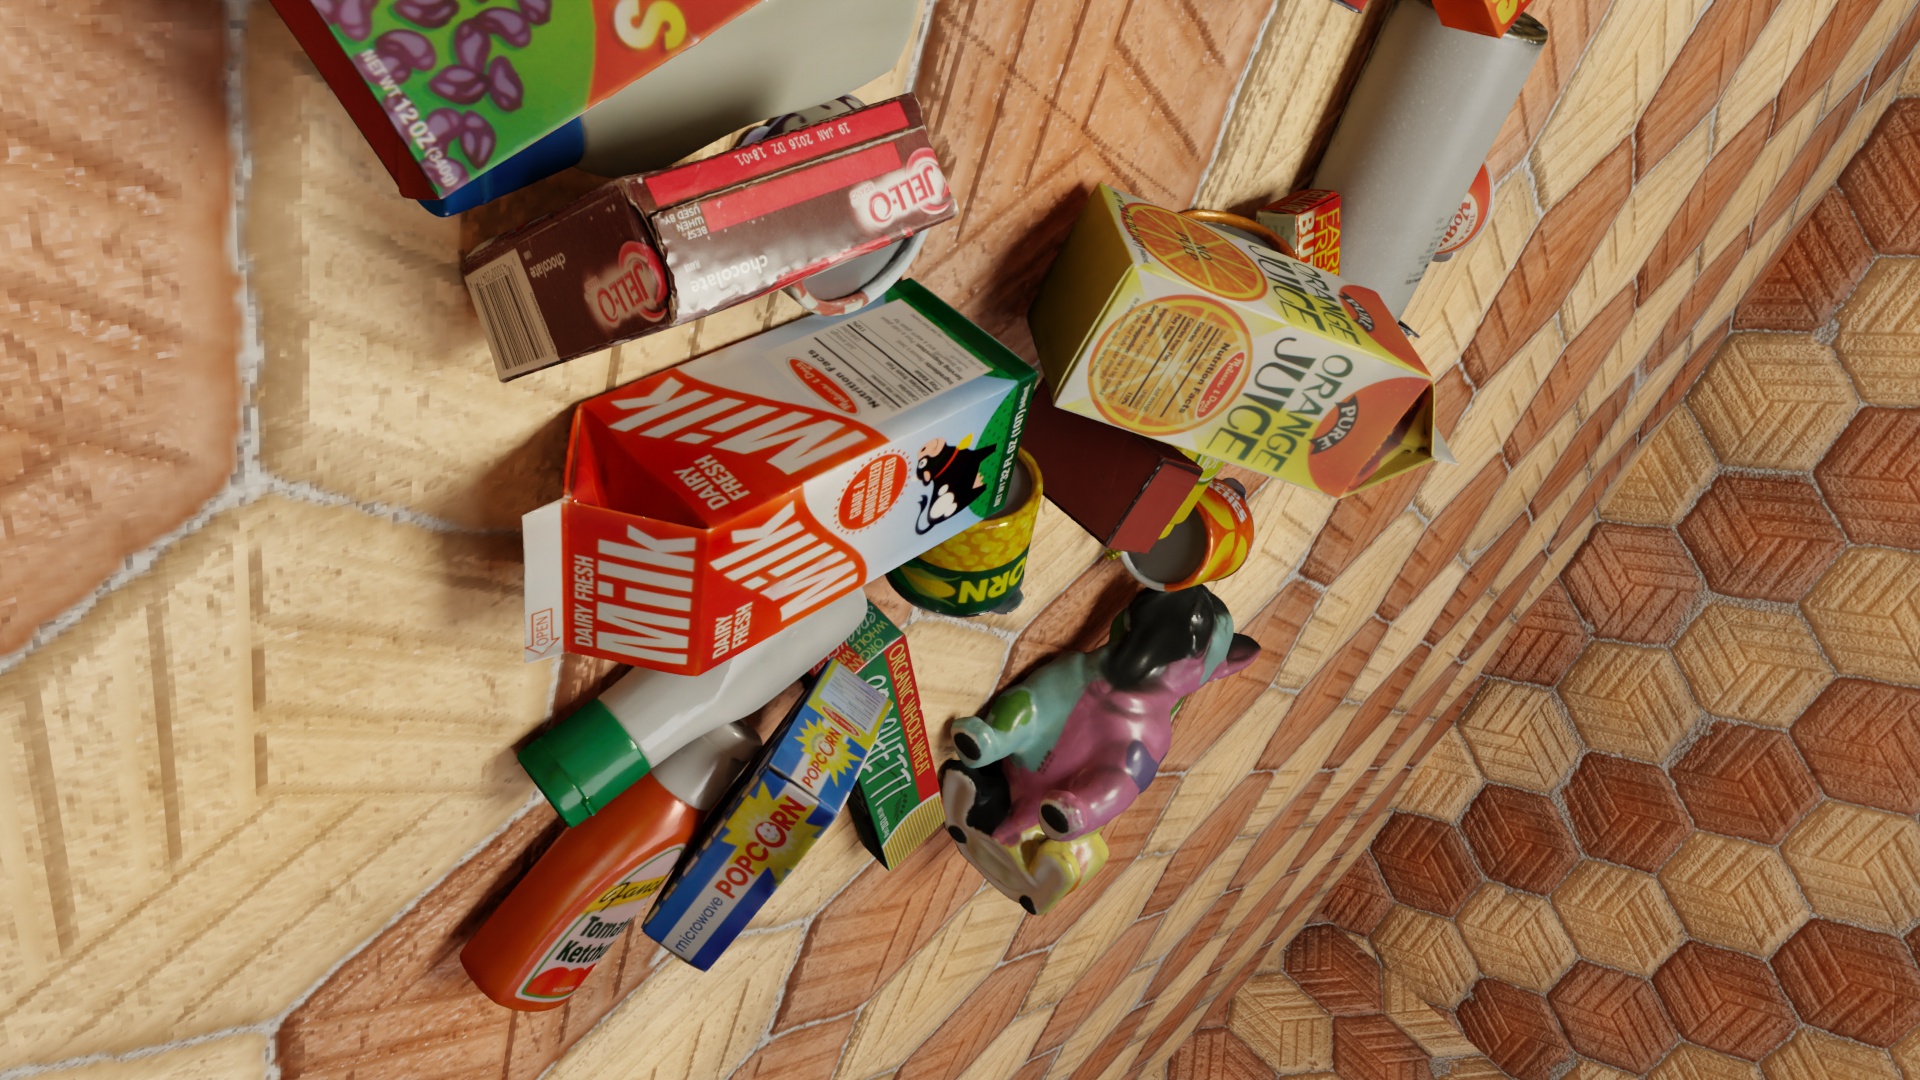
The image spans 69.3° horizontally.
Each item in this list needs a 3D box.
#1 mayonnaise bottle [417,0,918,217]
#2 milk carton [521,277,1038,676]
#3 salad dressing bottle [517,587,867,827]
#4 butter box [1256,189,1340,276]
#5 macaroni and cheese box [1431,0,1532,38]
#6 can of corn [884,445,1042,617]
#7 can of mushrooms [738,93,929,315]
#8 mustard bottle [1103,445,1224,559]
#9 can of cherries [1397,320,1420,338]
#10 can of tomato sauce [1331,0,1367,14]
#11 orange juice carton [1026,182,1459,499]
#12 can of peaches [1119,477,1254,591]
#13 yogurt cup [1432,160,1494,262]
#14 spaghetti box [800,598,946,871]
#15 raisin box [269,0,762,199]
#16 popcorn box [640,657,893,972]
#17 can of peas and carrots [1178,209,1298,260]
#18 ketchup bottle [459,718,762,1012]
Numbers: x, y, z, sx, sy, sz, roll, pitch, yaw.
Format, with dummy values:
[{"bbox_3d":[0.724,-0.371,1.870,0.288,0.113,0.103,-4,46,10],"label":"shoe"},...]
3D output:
[{"bbox_3d":[-0.077,-0.129,0.364,0.149,0.041,0.064,-33,161,-28],"label":"mayonnaise bottle"},{"bbox_3d":[-0.068,-0.020,0.487,0.191,0.073,0.072,-29,147,-37],"label":"milk carton"},{"bbox_3d":[-0.107,0.055,0.562,0.148,0.044,0.064,-38,148,-21],"label":"salad dressing bottle"},{"bbox_3d":[0.173,-0.124,0.712,0.053,0.024,0.103,-30,124,-45],"label":"butter box"},{"bbox_3d":[0.251,-0.322,0.591,0.166,0.040,0.123,-50,134,0],"label":"macaroni and cheese box"},{"bbox_3d":[0.002,-0.008,0.619,0.071,0.071,0.058,-31,148,-34],"label":"can of corn"},{"bbox_3d":[-0.042,-0.110,0.455,0.071,0.033,0.070,-38,153,-24],"label":"can of mushrooms"},{"bbox_3d":[0.122,-0.051,0.778,0.065,0.049,0.159,-13,136,-50],"label":"mustard bottle"},{"bbox_3d":[0.229,-0.117,0.835,0.071,0.071,0.058,-2,128,-57],"label":"can of cherries"},{"bbox_3d":[0.142,-0.250,0.519,0.071,0.071,0.082,-11,134,-52],"label":"can of tomato sauce"},{"bbox_3d":[0.132,-0.079,0.609,0.193,0.072,0.072,15,126,-21],"label":"orange juice carton"},{"bbox_3d":[0.137,-0.006,0.843,0.058,0.071,0.071,-9,133,-53],"label":"can of peaches"},{"bbox_3d":[0.260,-0.195,0.792,0.054,0.072,0.072,-16,139,-37],"label":"yogurt cup"},{"bbox_3d":[-0.044,0.115,0.759,0.050,0.029,0.248,-41,153,-20],"label":"spaghetti box"},{"bbox_3d":[-0.087,-0.140,0.294,0.124,0.040,0.085,-40,120,-19],"label":"raisin box"},{"bbox_3d":[-0.087,0.124,0.627,0.126,0.038,0.085,-52,-175,30],"label":"popcorn box"},{"bbox_3d":[0.124,-0.119,0.670,0.071,0.071,0.058,-27,146,-39],"label":"can of peas and carrots"},{"bbox_3d":[-0.147,0.133,0.602,0.149,0.043,0.064,-50,158,-1],"label":"ketchup bottle"}]
